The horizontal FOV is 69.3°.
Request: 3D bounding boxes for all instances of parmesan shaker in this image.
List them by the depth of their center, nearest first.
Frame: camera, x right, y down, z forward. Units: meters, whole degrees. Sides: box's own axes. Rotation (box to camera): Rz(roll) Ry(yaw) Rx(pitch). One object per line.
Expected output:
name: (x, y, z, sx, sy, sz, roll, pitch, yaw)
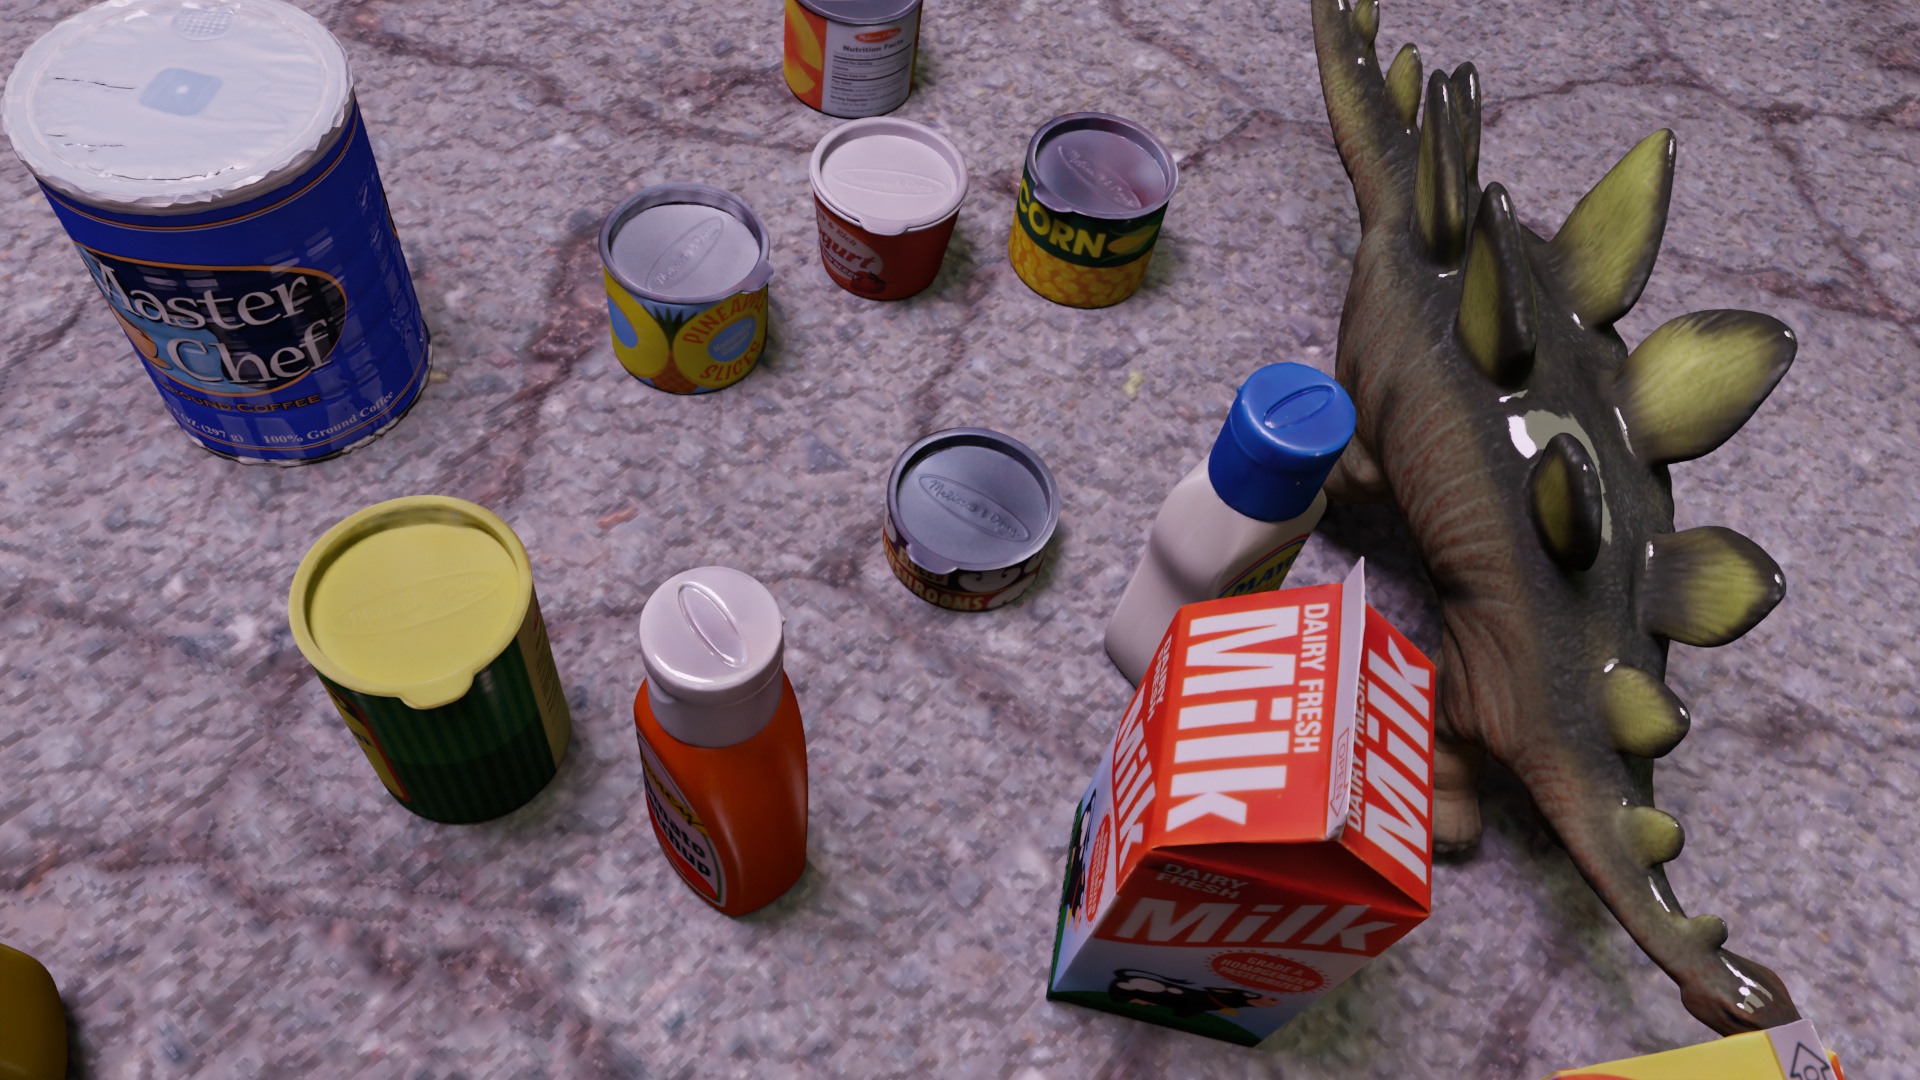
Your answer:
parmesan shaker: (-0.162, 0.044, 0.438, 0.071, 0.102, 0.071, 4, 57, -6)

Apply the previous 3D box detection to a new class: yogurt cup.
yogurt cup: (-0.033, -0.143, 0.608, 0.072, 0.053, 0.073, 4, 57, -6)

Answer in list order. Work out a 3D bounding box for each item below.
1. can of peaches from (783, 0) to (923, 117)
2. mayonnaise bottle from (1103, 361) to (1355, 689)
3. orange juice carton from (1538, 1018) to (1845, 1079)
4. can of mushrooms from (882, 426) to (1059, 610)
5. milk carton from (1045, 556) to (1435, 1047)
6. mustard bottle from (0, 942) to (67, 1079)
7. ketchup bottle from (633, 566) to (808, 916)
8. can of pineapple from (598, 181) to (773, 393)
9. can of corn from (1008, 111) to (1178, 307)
can of peaches: (-0.053, -0.249, 0.672, 0.071, 0.057, 0.071, 4, 57, -6)
mayonnaise bottle: (0.093, -0.001, 0.477, 0.065, 0.147, 0.041, -28, 65, -23)
orange juice carton: (0.166, 0.178, 0.345, 0.073, 0.191, 0.072, 0, 58, -9)
can of mushrooms: (0.002, -0.007, 0.536, 0.071, 0.033, 0.071, 4, 57, -6)
milk carton: (0.080, 0.081, 0.396, 0.073, 0.189, 0.073, 13, 57, 0)
mustard bottle: (-0.279, 0.115, 0.340, 0.065, 0.159, 0.049, -15, 61, -17)
ketchup bottle: (-0.071, 0.060, 0.413, 0.044, 0.148, 0.065, -31, 66, -24)
can of pineapple: (-0.110, -0.101, 0.567, 0.071, 0.057, 0.071, 4, 57, -6)
can of corn: (0.056, -0.145, 0.620, 0.071, 0.058, 0.071, 4, 57, -6)
